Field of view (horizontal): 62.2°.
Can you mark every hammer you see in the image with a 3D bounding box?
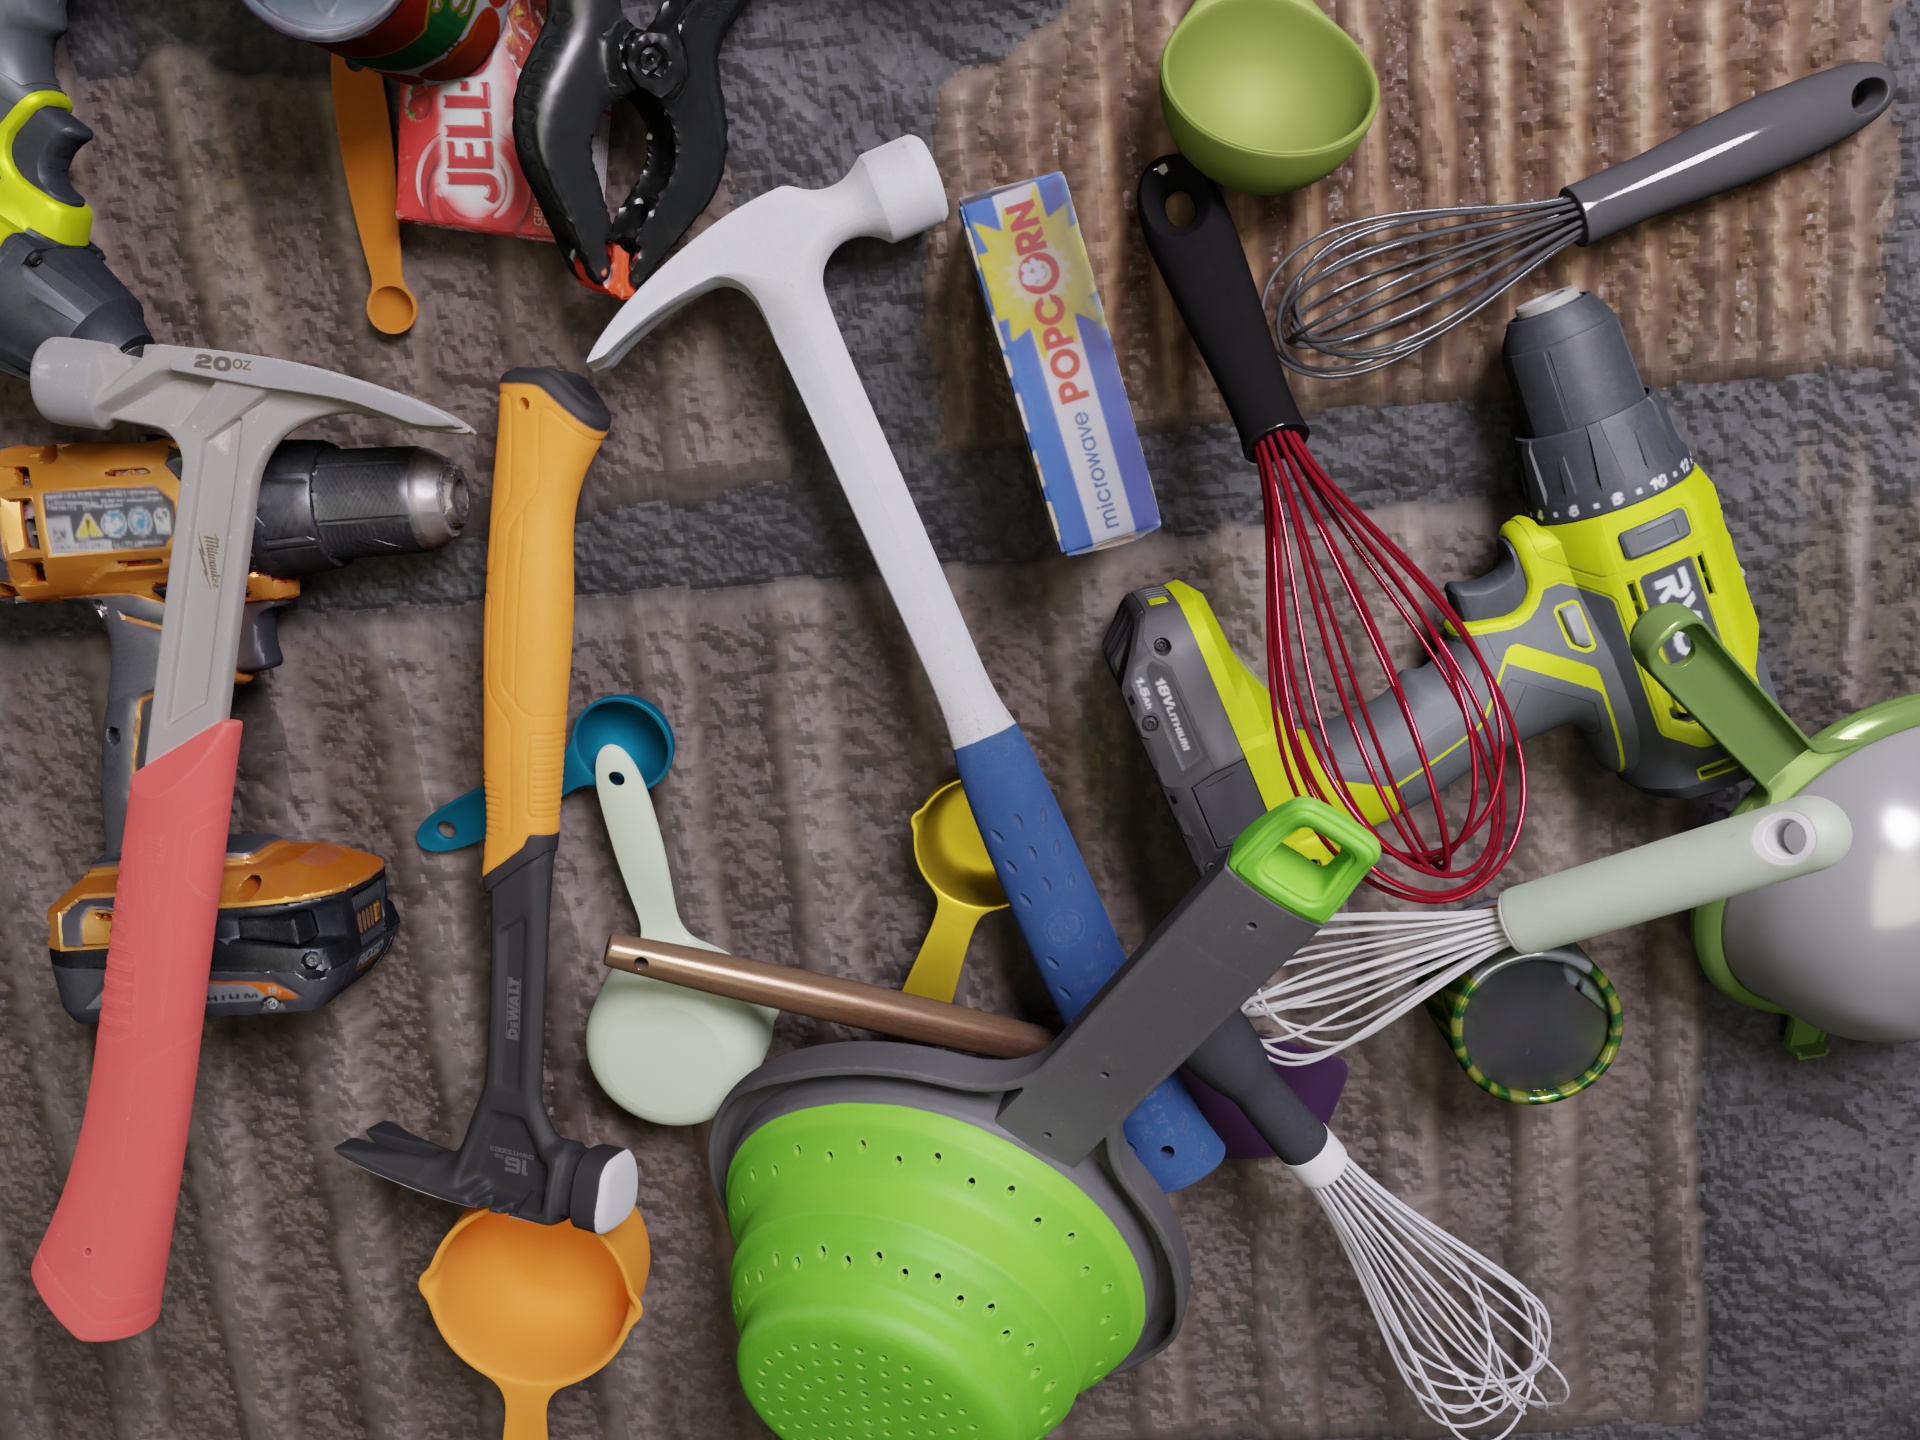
[{"bbox_3d":[-0.276,0.048,0.578,0.149,0.037,0.359,9,94,-1],"label":"hammer"},{"bbox_3d":[-0.180,0.031,0.632,0.127,0.034,0.337,8,98,17],"label":"hammer"},{"bbox_3d":[-0.001,-0.002,0.605,0.144,0.035,0.405,-24,98,-2],"label":"hammer"}]

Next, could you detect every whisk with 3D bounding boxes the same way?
[{"bbox_3d":[0.223,-0.186,0.577,0.239,0.055,0.055,-22,101,3],"label":"whisk"},{"bbox_3d":[0.112,-0.077,0.537,0.073,0.073,0.296,-19,67,7],"label":"whisk"},{"bbox_3d":[0.197,0.077,0.584,0.246,0.059,0.058,-27,69,37],"label":"whisk"},{"bbox_3d":[0.158,0.192,0.636,0.070,0.070,0.284,-36,111,10],"label":"whisk"}]

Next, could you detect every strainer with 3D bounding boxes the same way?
[{"bbox_3d":[0.320,0.042,0.561,0.256,0.069,0.151,35,108,-31],"label":"strainer"}]

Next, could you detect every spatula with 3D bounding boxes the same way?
[{"bbox_3d":[0.012,0.129,0.644,0.315,0.018,0.059,16,103,-14],"label":"spatula"}]

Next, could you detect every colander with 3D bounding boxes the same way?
[{"bbox_3d":[0.016,0.175,0.562,0.204,0.095,0.397,32,129,-3],"label":"colander"}]

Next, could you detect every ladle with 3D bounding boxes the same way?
[{"bbox_3d":[0.105,-0.344,0.539,0.078,0.062,0.320,-2,101,-7],"label":"ladle"}]

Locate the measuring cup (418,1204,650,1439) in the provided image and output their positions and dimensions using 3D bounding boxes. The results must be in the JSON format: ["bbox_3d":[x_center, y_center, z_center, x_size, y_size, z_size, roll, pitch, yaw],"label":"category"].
[{"bbox_3d":[-0.183,0.277,0.702,0.095,0.052,0.173,6,105,2],"label":"measuring cup"}]

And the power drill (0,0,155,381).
[{"bbox_3d":[-0.326,-0.239,0.578,0.171,0.080,0.223,35,106,-4],"label":"power drill"}]

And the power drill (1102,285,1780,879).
[{"bbox_3d":[0.174,-0.035,0.598,0.228,0.080,0.190,-23,102,5],"label":"power drill"}]

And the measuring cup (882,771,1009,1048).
[{"bbox_3d":[-0.006,0.091,0.662,0.062,0.029,0.156,19,106,-2],"label":"measuring cup"}]

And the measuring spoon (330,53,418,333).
[{"bbox_3d":[-0.225,-0.208,0.613,0.021,0.011,0.117,-5,99,4],"label":"measuring spoon"}]

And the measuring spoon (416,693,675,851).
[{"bbox_3d":[-0.173,0.024,0.662,0.128,0.021,0.042,-24,107,17],"label":"measuring spoon"}]

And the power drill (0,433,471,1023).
[{"bbox_3d":[-0.279,-0.003,0.629,0.185,0.084,0.226,-4,99,2],"label":"power drill"}]

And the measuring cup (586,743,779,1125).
[{"bbox_3d":[-0.127,0.092,0.652,0.083,0.038,0.167,-8,111,8],"label":"measuring cup"}]
